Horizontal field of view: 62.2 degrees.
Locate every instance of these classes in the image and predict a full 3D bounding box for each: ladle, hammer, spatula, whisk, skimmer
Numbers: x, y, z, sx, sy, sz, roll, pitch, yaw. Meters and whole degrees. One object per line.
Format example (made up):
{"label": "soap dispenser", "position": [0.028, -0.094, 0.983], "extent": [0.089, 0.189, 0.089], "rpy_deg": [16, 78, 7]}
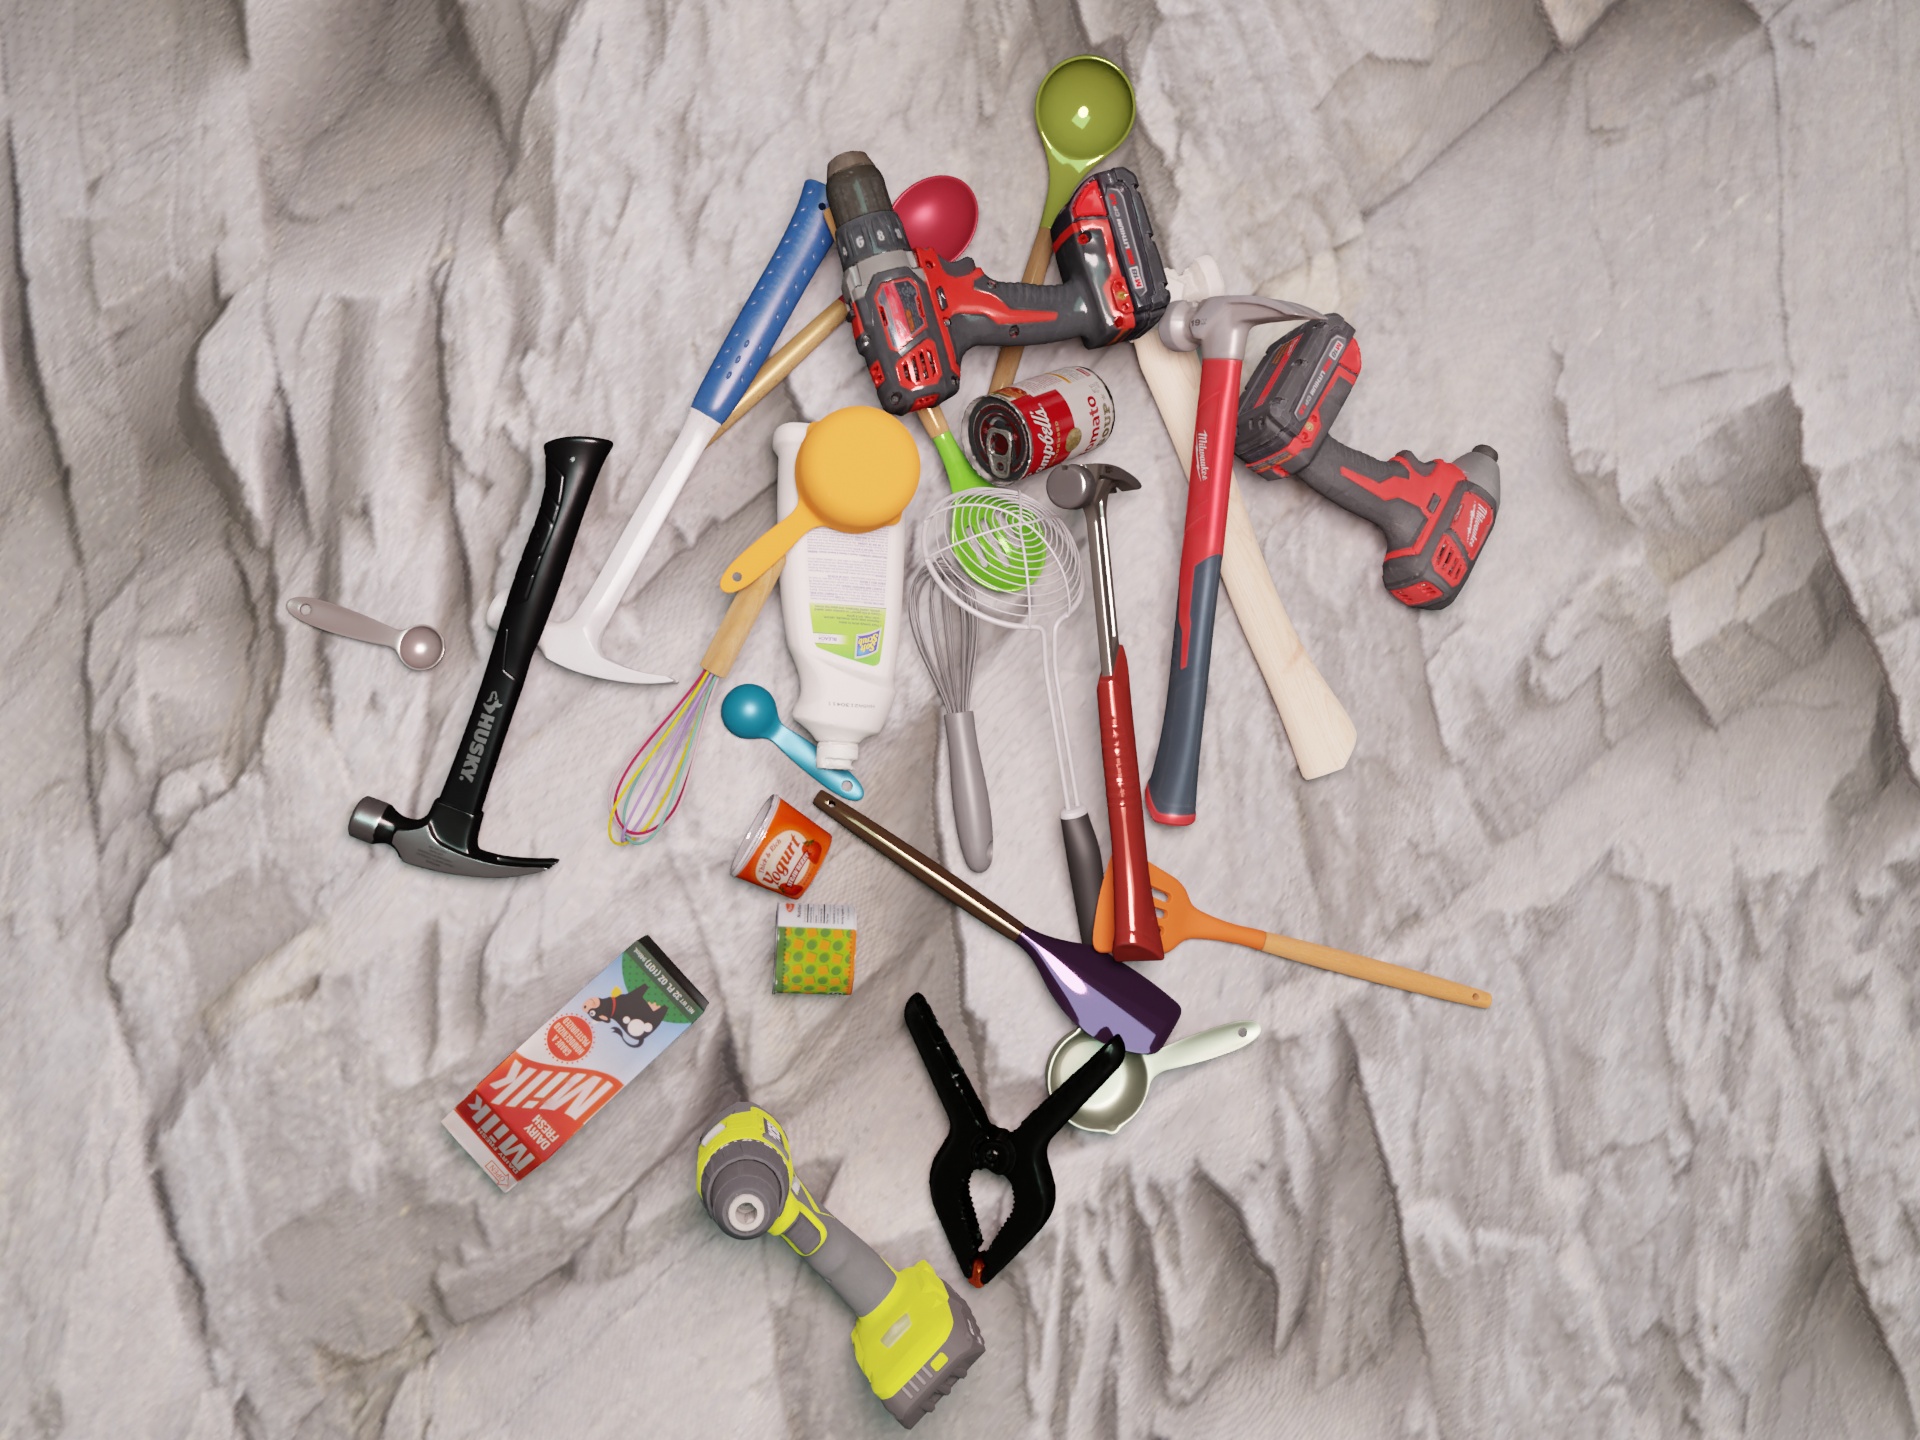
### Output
{"label": "ladle", "position": [-0.107, -0.299, 1.218], "extent": [0.315, 0.031, 0.069], "rpy_deg": [-44, 80, -5]}
{"label": "hammer", "position": [0.185, -0.110, 1.158], "extent": [0.038, 0.143, 0.386], "rpy_deg": [-1, 101, -33]}
{"label": "hammer", "position": [-0.189, -0.213, 1.180], "extent": [0.144, 0.035, 0.405], "rpy_deg": [29, 87, -3]}
{"label": "hammer", "position": [0.115, -0.005, 1.154], "extent": [0.037, 0.149, 0.359], "rpy_deg": [-5, 92, 22]}
{"label": "hammer", "position": [0.199, -0.147, 1.230], "extent": [0.146, 0.038, 0.411], "rpy_deg": [-21, 88, -5]}
{"label": "spatula", "position": [0.255, 0.174, 1.205], "extent": [0.322, 0.041, 0.081], "rpy_deg": [15, 79, -5]}
{"label": "hammer", "position": [-0.315, -0.045, 1.138], "extent": [0.146, 0.035, 0.335], "rpy_deg": [21, 96, -2]}
{"label": "whisk", "position": [-0.191, -0.016, 1.151], "extent": [0.047, 0.051, 0.245], "rpy_deg": [26, 93, -36]}
{"label": "skimmer", "position": [0.056, 0.006, 1.184], "extent": [0.127, 0.090, 0.363], "rpy_deg": [-19, 105, -34]}
{"label": "ladle", "position": [0.061, -0.356, 1.225], "extent": [0.078, 0.062, 0.320], "rpy_deg": [17, 86, -1]}
{"label": "spatula", "position": [0.022, 0.146, 1.179], "extent": [0.316, 0.018, 0.060], "rpy_deg": [34, 72, 5]}
{"label": "whisk", "position": [-0.001, -0.004, 1.194], "extent": [0.055, 0.055, 0.239], "rpy_deg": [-8, 90, -6]}

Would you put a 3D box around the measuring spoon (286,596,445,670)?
{"label": "measuring spoon", "position": [-0.438, -0.067, 1.175], "extent": [0.124, 0.018, 0.034], "rpy_deg": [18, 84, 3]}

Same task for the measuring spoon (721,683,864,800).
{"label": "measuring spoon", "position": [-0.124, 0.019, 1.191], "extent": [0.128, 0.021, 0.042], "rpy_deg": [37, 83, -2]}

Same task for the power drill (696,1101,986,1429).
{"label": "power drill", "position": [-0.091, 0.366, 1.084], "extent": [0.080, 0.190, 0.228], "rpy_deg": [-44, 95, -7]}

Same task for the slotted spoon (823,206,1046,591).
{"label": "slotted spoon", "position": [-0.024, -0.239, 1.192], "extent": [0.070, 0.031, 0.313], "rpy_deg": [-29, 100, -9]}

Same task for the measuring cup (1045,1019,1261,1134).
{"label": "measuring cup", "position": [0.143, 0.253, 1.190], "extent": [0.167, 0.038, 0.083], "rpy_deg": [-16, 87, -9]}

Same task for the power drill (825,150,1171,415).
{"label": "power drill", "position": [0.020, -0.336, 1.154], "extent": [0.226, 0.080, 0.188], "rpy_deg": [-17, 91, -13]}

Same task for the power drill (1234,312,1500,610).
{"label": "power drill", "position": [0.318, -0.199, 1.210], "extent": [0.219, 0.078, 0.143], "rpy_deg": [36, 72, -15]}

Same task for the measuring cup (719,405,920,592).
{"label": "measuring cup", "position": [-0.102, -0.151, 1.122], "extent": [0.173, 0.052, 0.095], "rpy_deg": [-43, 98, -12]}
